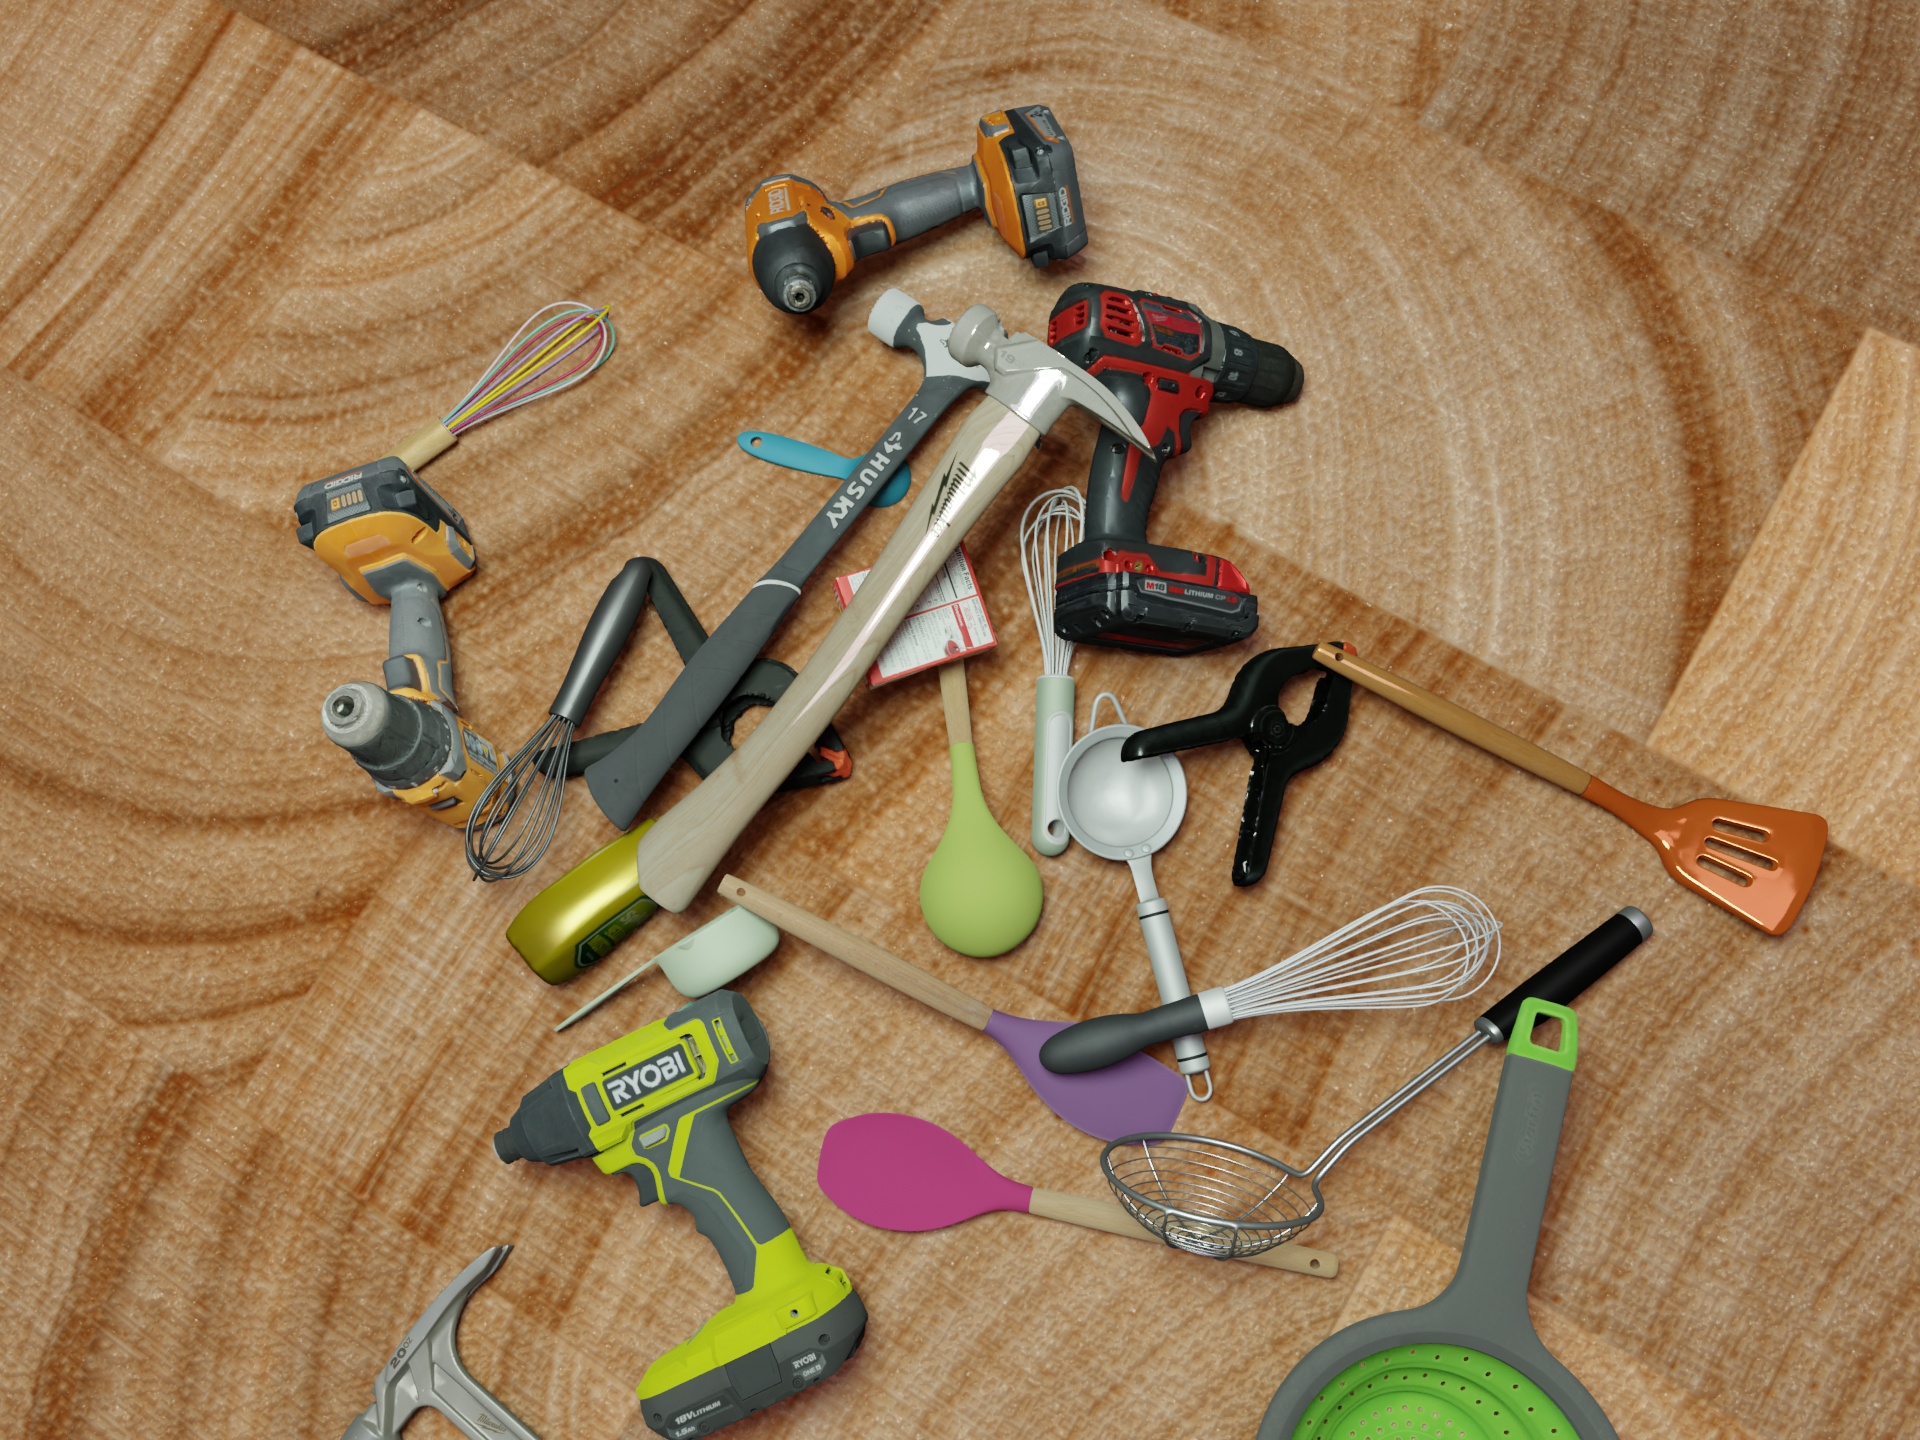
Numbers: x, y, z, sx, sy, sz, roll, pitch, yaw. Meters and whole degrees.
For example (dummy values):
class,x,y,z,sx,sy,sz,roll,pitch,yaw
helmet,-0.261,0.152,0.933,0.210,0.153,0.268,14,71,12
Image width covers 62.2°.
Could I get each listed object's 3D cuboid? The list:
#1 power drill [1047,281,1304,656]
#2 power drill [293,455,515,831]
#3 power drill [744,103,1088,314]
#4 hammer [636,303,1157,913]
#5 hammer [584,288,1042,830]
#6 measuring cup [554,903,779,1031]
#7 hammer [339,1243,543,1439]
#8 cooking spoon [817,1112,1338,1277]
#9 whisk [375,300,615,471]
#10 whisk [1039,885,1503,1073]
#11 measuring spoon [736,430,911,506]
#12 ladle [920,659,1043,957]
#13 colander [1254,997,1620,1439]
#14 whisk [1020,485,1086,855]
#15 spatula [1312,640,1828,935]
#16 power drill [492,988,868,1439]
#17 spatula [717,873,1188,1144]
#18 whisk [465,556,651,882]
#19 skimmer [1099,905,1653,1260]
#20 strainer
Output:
class,x,y,z,sx,sy,sz,roll,pitch,yaw
power drill,0.143,-0.160,1.024,0.187,0.080,0.227,6,80,-29
power drill,-0.362,-0.053,1.016,0.084,0.185,0.226,-18,72,3
power drill,-0.034,-0.336,1.075,0.226,0.084,0.164,-14,37,2
hammer,-0.054,-0.048,0.963,0.146,0.038,0.410,38,94,17
hammer,-0.104,-0.098,1.045,0.149,0.036,0.409,34,77,9
measuring cup,-0.186,0.168,1.009,0.167,0.083,0.038,-33,90,14
hammer,-0.193,0.477,0.938,0.359,0.036,0.149,35,82,13
cooking spoon,0.068,0.297,0.966,0.319,0.017,0.069,10,78,9
whisk,-0.347,-0.221,1.134,0.245,0.051,0.047,-36,54,0
whisk,0.183,0.162,0.945,0.284,0.070,0.070,-18,75,4
measuring spoon,-0.097,-0.182,1.102,0.128,0.021,0.042,17,78,8
ladle,-0.002,-0.003,1.045,0.078,0.062,0.320,-8,68,1
colander,0.281,0.354,0.892,0.204,0.094,0.397,16,76,9
whisk,0.063,-0.035,1.039,0.057,0.059,0.246,6,79,-21
spatula,0.367,0.027,0.982,0.322,0.041,0.081,27,80,4
power drill,-0.165,0.295,0.943,0.171,0.080,0.223,-26,83,3
spatula,-0.007,0.174,0.973,0.316,0.018,0.060,28,79,-2
whisk,-0.257,-0.003,1.031,0.055,0.055,0.239,20,74,10
skimmer,0.252,0.195,0.935,0.363,0.127,0.090,-33,106,-9
strainer,0.116,0.111,0.998,0.087,0.050,0.258,-12,80,-13
